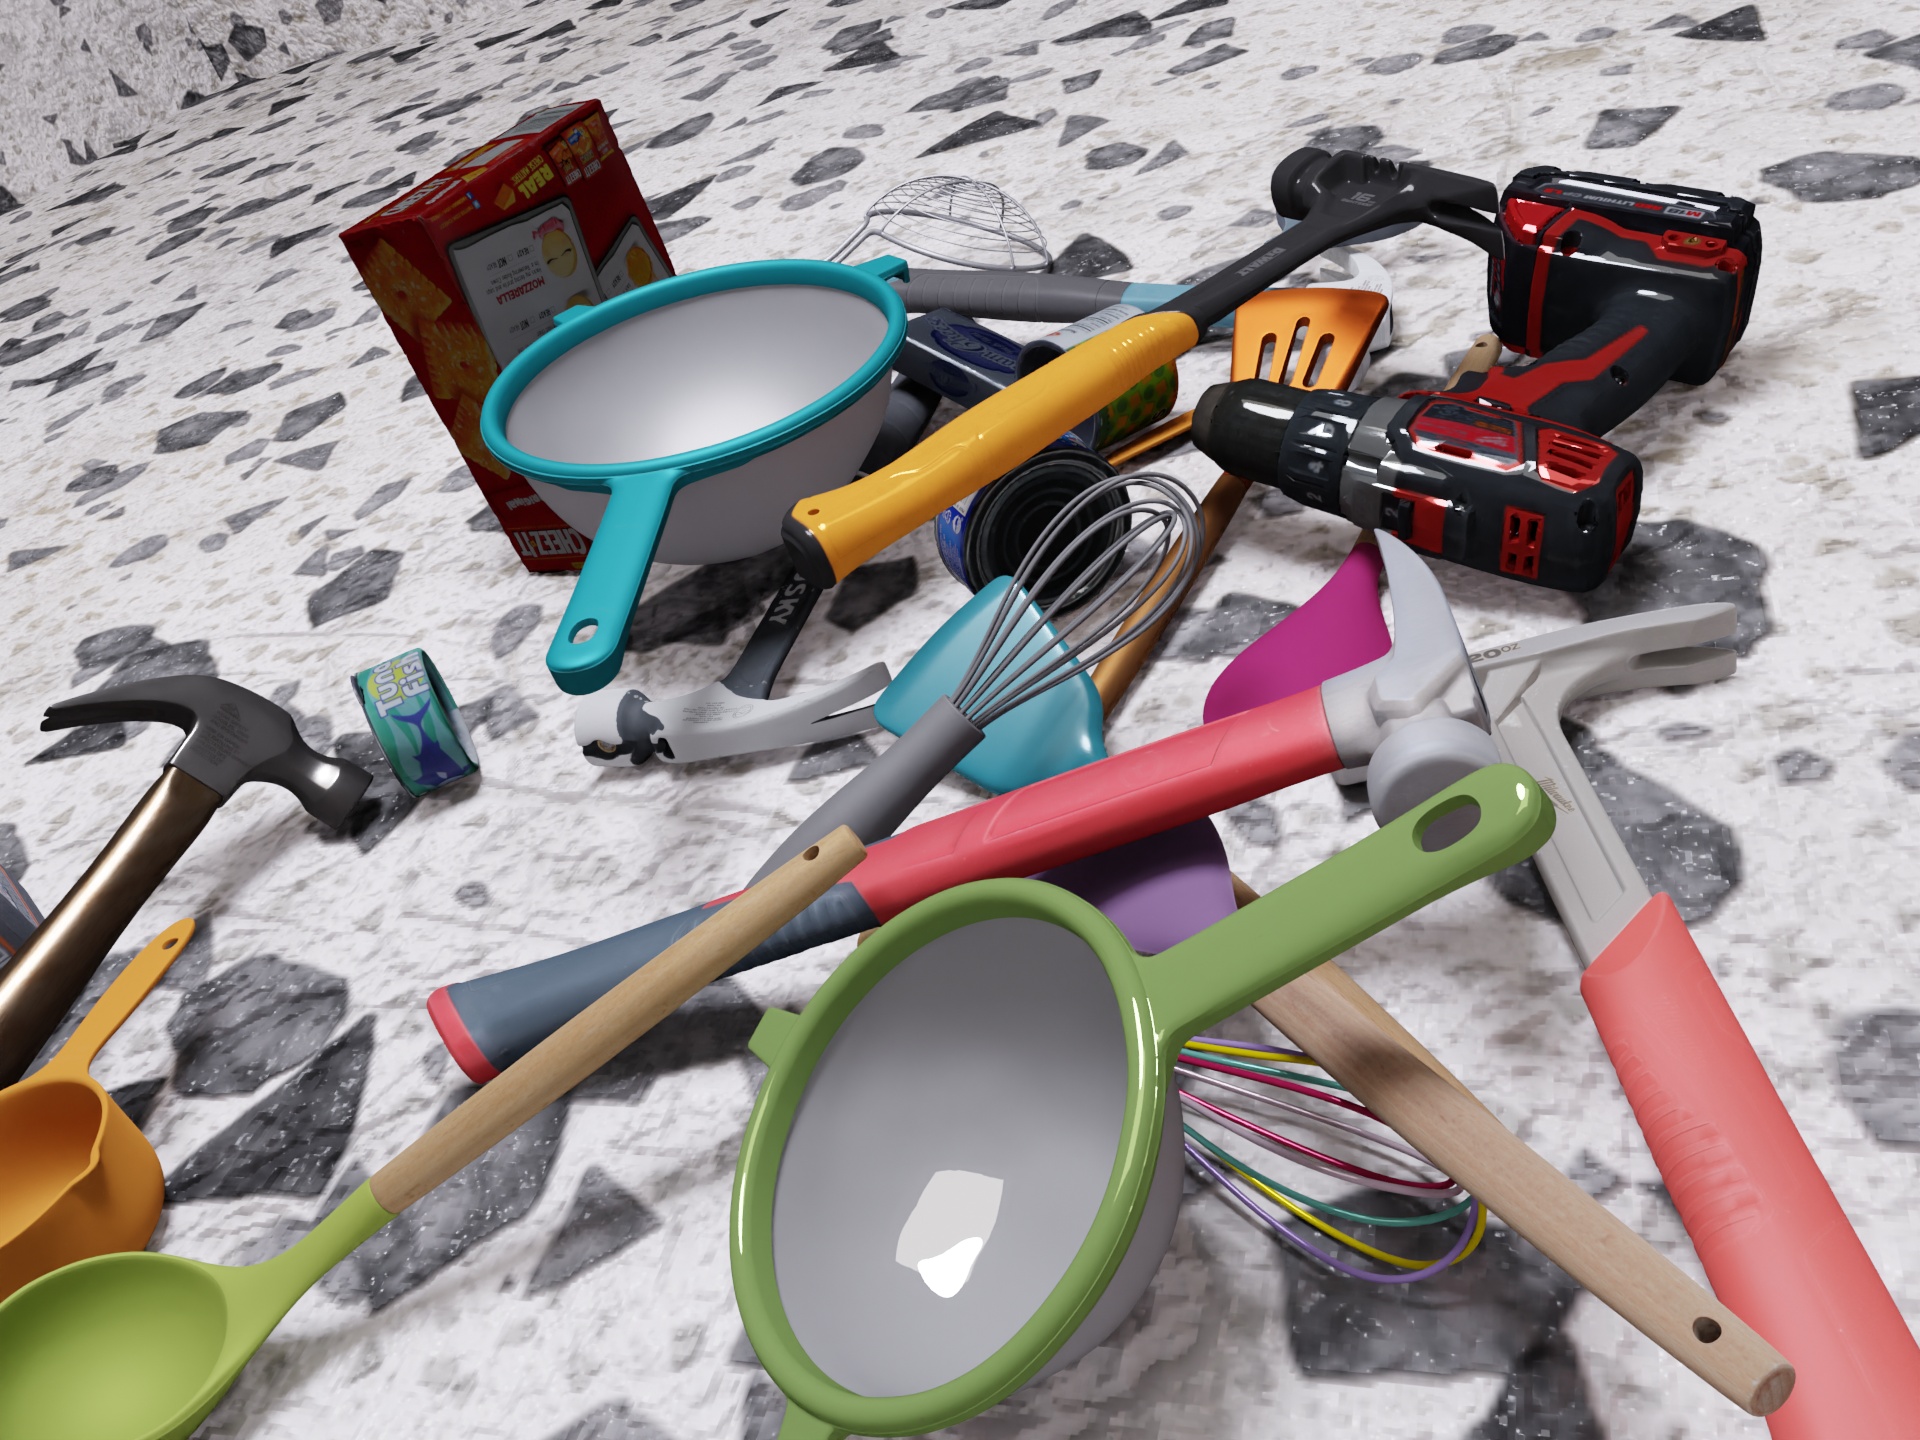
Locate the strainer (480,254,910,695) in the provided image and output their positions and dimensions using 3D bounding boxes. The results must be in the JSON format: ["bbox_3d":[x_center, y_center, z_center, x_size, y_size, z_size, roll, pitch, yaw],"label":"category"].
[{"bbox_3d":[-0.125,-0.100,0.743,0.211,0.095,0.341,-6,40,10],"label":"strainer"}]

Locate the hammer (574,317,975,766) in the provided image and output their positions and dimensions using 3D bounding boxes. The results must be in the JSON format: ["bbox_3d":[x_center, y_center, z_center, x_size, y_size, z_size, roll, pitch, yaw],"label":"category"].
[{"bbox_3d":[-0.054,-0.117,0.844,0.149,0.036,0.409,-3,38,21],"label":"hammer"}]

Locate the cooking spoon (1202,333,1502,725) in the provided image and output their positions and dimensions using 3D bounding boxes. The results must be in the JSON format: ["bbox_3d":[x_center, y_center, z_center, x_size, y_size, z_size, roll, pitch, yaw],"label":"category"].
[{"bbox_3d":[0.187,-0.087,0.698,0.069,0.017,0.319,9,44,32],"label":"cooking spoon"}]

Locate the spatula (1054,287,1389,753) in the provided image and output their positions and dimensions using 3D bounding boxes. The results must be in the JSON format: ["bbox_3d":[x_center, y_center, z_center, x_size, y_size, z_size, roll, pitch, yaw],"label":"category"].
[{"bbox_3d":[0.114,-0.101,0.731,0.081,0.041,0.323,9,46,30],"label":"spatula"}]

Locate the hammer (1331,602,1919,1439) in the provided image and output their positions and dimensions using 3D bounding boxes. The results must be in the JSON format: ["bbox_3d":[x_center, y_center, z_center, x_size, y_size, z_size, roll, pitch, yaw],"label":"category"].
[{"bbox_3d":[0.207,0.086,0.440,0.149,0.036,0.359,-14,35,9],"label":"hammer"}]

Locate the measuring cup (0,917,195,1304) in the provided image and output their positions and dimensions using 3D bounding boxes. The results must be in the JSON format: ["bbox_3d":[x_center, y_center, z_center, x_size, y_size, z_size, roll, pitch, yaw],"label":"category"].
[{"bbox_3d":[-0.326,0.151,0.601,0.095,0.052,0.174,-8,35,16],"label":"measuring cup"}]

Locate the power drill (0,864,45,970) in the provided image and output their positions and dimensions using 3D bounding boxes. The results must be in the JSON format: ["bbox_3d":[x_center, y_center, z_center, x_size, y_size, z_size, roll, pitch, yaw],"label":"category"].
[{"bbox_3d":[-0.527,0.137,0.695,0.226,0.084,0.164,-42,40,-23],"label":"power drill"}]

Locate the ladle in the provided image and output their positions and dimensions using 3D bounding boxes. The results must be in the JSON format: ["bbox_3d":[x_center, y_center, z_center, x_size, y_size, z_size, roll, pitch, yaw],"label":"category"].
[{"bbox_3d":[-0.166,0.126,0.494,0.320,0.062,0.078,-37,39,0],"label":"ladle"}]

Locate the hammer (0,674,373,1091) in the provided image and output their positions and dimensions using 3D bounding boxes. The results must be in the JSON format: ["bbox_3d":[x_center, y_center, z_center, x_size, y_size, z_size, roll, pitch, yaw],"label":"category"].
[{"bbox_3d":[-0.384,0.113,0.652,0.031,0.130,0.331,-34,26,47],"label":"hammer"}]

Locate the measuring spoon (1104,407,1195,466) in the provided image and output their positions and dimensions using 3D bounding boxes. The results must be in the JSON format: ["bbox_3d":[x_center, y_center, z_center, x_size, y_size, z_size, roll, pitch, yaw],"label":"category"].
[{"bbox_3d":[0.101,-0.143,0.826,0.117,0.011,0.021,-30,25,-20],"label":"measuring spoon"}]

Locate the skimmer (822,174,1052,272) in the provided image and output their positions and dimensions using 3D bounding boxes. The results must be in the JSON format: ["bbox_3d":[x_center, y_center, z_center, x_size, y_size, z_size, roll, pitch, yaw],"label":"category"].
[{"bbox_3d":[-0.111,-0.254,1.063,0.363,0.090,0.127,-33,39,-1],"label":"skimmer"}]

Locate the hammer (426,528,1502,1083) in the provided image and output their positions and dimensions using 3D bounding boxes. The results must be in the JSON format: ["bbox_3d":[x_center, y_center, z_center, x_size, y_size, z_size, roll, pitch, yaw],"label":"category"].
[{"bbox_3d":[-0.017,0.043,0.546,0.386,0.038,0.143,-20,28,19],"label":"hammer"}]

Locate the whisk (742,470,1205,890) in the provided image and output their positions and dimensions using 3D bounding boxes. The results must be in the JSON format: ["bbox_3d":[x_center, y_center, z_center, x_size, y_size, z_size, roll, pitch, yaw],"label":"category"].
[{"bbox_3d":[-0.001,-0.002,0.596,0.239,0.055,0.055,-45,36,5],"label":"whisk"}]

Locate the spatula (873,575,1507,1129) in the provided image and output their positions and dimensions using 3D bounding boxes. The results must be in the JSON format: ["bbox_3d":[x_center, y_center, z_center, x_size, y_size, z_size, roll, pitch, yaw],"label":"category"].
[{"bbox_3d":[0.073,0.047,0.552,0.082,0.044,0.318,-46,40,0],"label":"spatula"}]

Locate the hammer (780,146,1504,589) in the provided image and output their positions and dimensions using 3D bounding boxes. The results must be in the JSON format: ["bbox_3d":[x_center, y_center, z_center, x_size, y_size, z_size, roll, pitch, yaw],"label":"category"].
[{"bbox_3d":[0.072,-0.152,0.676,0.337,0.034,0.127,-34,39,-16],"label":"hammer"}]

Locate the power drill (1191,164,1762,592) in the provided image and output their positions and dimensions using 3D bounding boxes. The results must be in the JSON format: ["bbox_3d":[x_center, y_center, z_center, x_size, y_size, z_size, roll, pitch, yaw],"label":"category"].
[{"bbox_3d":[0.229,-0.155,0.699,0.188,0.080,0.227,23,54,31],"label":"power drill"}]

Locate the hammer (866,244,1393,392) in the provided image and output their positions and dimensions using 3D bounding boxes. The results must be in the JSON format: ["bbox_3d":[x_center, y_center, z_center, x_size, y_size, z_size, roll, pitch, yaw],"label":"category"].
[{"bbox_3d":[0.084,-0.241,0.914,0.331,0.033,0.128,10,43,26],"label":"hammer"}]

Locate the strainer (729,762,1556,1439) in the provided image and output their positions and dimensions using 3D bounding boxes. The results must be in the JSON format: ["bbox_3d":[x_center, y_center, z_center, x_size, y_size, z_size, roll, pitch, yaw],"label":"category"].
[{"bbox_3d":[0.050,0.096,0.423,0.256,0.069,0.152,-35,39,21],"label":"strainer"}]

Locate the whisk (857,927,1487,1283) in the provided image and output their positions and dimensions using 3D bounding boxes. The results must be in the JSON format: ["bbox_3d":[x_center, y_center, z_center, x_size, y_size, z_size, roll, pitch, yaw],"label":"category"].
[{"bbox_3d":[0.052,0.100,0.492,0.245,0.047,0.051,16,50,45],"label":"whisk"}]

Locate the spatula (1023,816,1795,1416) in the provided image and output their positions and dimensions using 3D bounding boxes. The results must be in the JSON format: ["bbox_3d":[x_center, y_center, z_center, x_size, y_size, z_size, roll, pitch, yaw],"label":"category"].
[{"bbox_3d":[0.095,0.077,0.440,0.060,0.018,0.316,-41,29,-6],"label":"spatula"}]
